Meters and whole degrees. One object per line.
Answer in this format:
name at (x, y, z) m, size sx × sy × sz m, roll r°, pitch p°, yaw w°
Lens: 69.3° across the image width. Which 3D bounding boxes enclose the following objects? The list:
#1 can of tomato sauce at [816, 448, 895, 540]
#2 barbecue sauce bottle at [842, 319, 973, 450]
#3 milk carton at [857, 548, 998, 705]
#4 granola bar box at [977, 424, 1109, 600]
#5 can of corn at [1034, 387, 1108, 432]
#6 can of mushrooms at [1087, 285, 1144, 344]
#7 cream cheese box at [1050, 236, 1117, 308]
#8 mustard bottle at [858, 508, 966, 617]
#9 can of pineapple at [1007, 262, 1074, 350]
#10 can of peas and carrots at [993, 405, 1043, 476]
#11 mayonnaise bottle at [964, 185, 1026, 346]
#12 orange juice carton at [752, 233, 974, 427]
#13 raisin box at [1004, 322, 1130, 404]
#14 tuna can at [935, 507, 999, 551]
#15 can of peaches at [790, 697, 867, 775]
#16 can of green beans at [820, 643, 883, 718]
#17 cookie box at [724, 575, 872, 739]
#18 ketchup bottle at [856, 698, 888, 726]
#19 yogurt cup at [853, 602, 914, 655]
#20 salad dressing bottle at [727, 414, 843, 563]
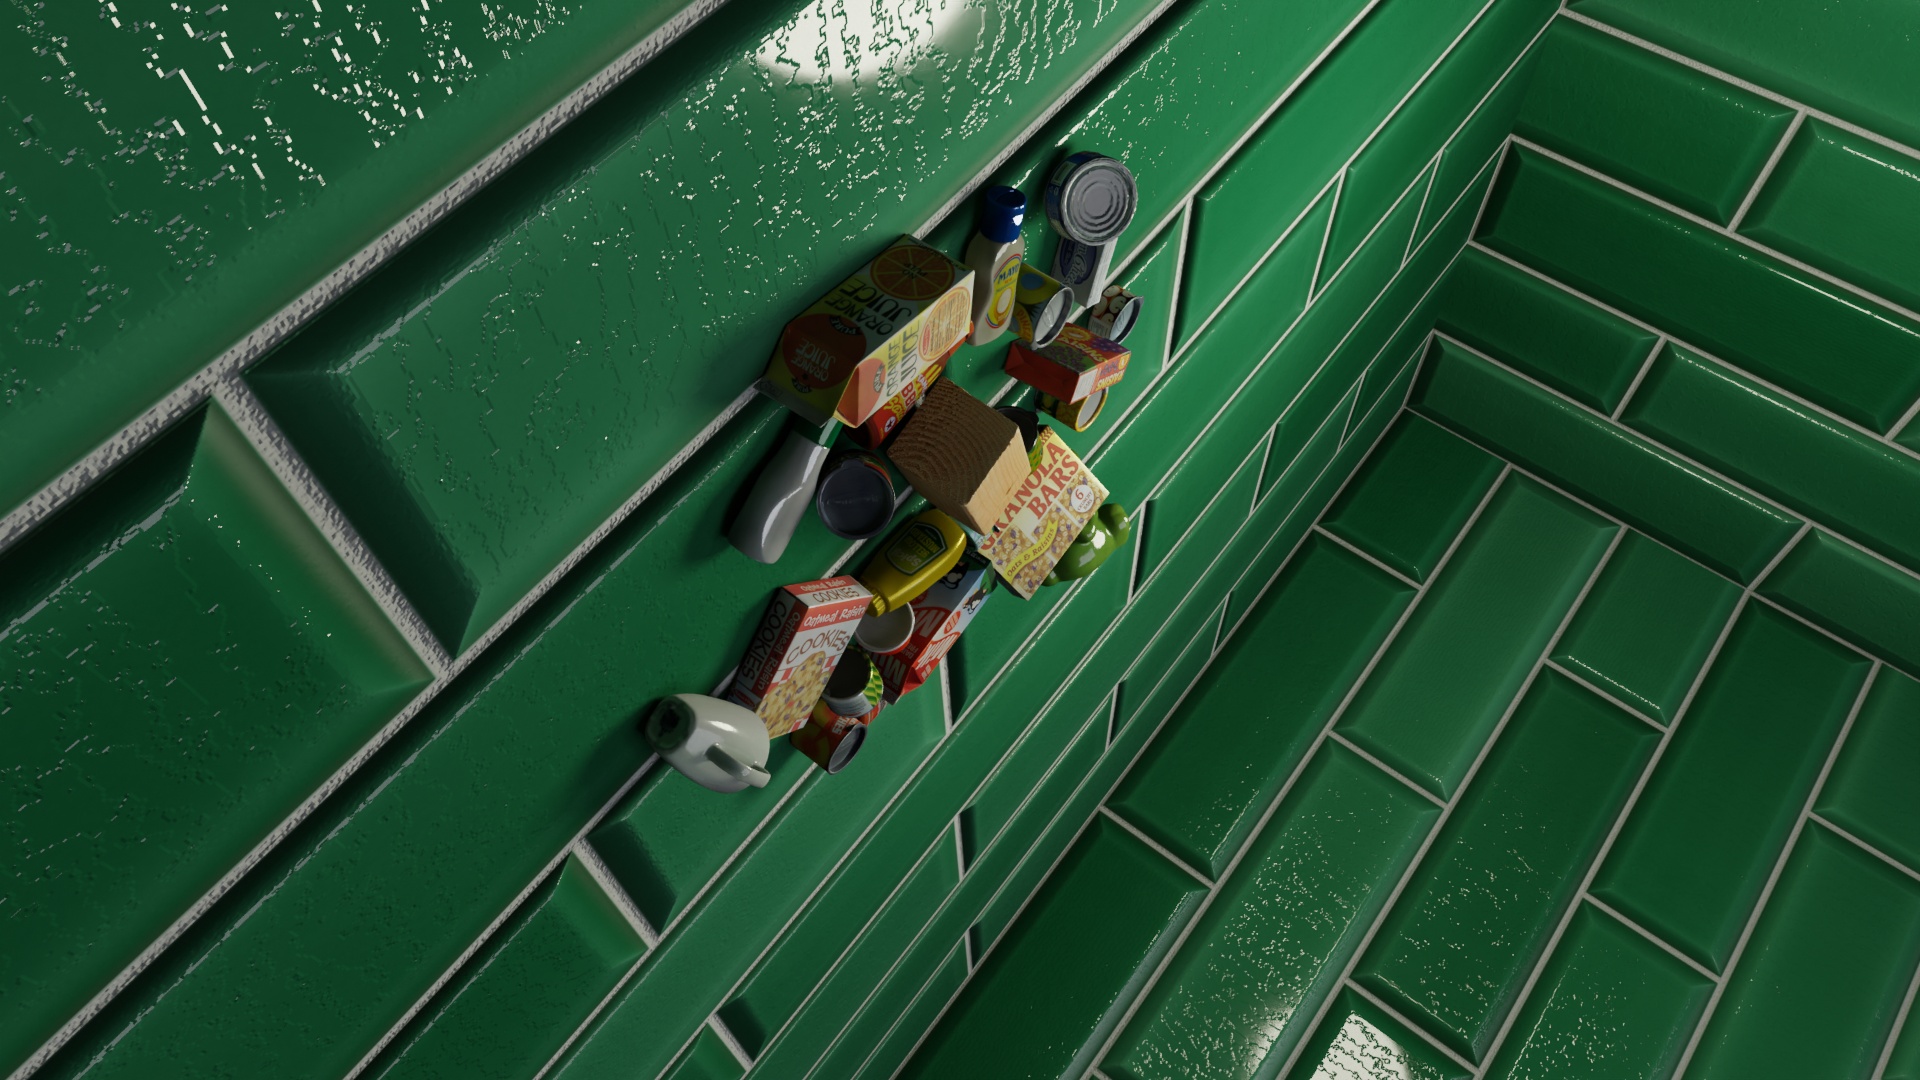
can of tomato sauce at (-0.092, -0.044, 1.214) m, size 0.071 × 0.071 × 0.083 m, roll -60°, pitch -170°, yaw 9°
barbecue sauce bottle at (-0.047, -0.150, 1.235) m, size 0.149 × 0.044 × 0.064 m, roll -50°, pitch 162°, yaw -21°
milk carton at (-0.044, 0.091, 1.558) m, size 0.191 × 0.072 × 0.073 m, roll -51°, pitch 159°, yaw -15°
granola bar box at (0.079, -0.034, 1.606) m, size 0.124 × 0.039 × 0.166 m, roll 45°, pitch 74°, yaw -26°
can of corn at (0.126, -0.163, 1.591) m, size 0.071 × 0.058 × 0.070 m, roll -46°, pitch 157°, yaw -26°
can of mushrooms at (0.179, -0.261, 1.605) m, size 0.071 × 0.033 × 0.070 m, roll -46°, pitch 157°, yaw -27°
cream cheese box at (0.126, -0.292, 1.406) m, size 0.024 × 0.053 × 0.103 m, roll -36°, pitch 151°, yaw -42°
mustard bottle at (-0.064, 0.035, 1.444) m, size 0.161 × 0.065 × 0.048 m, roll -43°, pitch 160°, yaw -25°
can of pineapple at (0.068, -0.229, 1.359) m, size 0.071 × 0.058 × 0.070 m, roll -46°, pitch 157°, yaw -26°
can of peas and carrots at (0.056, -0.106, 1.502) m, size 0.071 × 0.071 × 0.058 m, roll -53°, pitch 160°, yaw -10°
mayonnaise bottle at (0.030, -0.250, 1.265) m, size 0.065 × 0.041 × 0.147 m, roll -38°, pitch 153°, yaw -37°
orange juice carton at (-0.075, -0.159, 1.115) m, size 0.193 × 0.072 × 0.072 m, roll -44°, pitch 156°, yaw -32°
raisin box at (0.116, -0.192, 1.483) m, size 0.124 × 0.086 × 0.040 m, roll -29°, pitch 141°, yaw -52°
tuna can at (0.005, -0.019, 1.509) m, size 0.033 × 0.071 × 0.071 m, roll -50°, pitch 159°, yaw -14°
can of peaches at (-0.144, 0.213, 1.529) m, size 0.071 × 0.058 × 0.071 m, roll -46°, pitch 156°, yaw -27°
can of green beans at (-0.120, 0.149, 1.478) m, size 0.071 × 0.071 × 0.057 m, roll -52°, pitch 159°, yaw -15°
cookie box at (-0.165, 0.117, 1.367) m, size 0.167 × 0.040 × 0.123 m, roll -62°, pitch 159°, yaw 16°
ketchup bottle at (-0.081, 0.154, 1.610) m, size 0.149 × 0.043 × 0.064 m, roll -43°, pitch 155°, yaw -35°
yogurt cup at (-0.081, 0.091, 1.488) m, size 0.072 × 0.072 × 0.053 m, roll -53°, pitch 167°, yaw -11°
salad dressing bottle at (-0.142, -0.054, 1.162) m, size 0.147 × 0.044 × 0.064 m, roll -61°, pitch 163°, yaw 7°
